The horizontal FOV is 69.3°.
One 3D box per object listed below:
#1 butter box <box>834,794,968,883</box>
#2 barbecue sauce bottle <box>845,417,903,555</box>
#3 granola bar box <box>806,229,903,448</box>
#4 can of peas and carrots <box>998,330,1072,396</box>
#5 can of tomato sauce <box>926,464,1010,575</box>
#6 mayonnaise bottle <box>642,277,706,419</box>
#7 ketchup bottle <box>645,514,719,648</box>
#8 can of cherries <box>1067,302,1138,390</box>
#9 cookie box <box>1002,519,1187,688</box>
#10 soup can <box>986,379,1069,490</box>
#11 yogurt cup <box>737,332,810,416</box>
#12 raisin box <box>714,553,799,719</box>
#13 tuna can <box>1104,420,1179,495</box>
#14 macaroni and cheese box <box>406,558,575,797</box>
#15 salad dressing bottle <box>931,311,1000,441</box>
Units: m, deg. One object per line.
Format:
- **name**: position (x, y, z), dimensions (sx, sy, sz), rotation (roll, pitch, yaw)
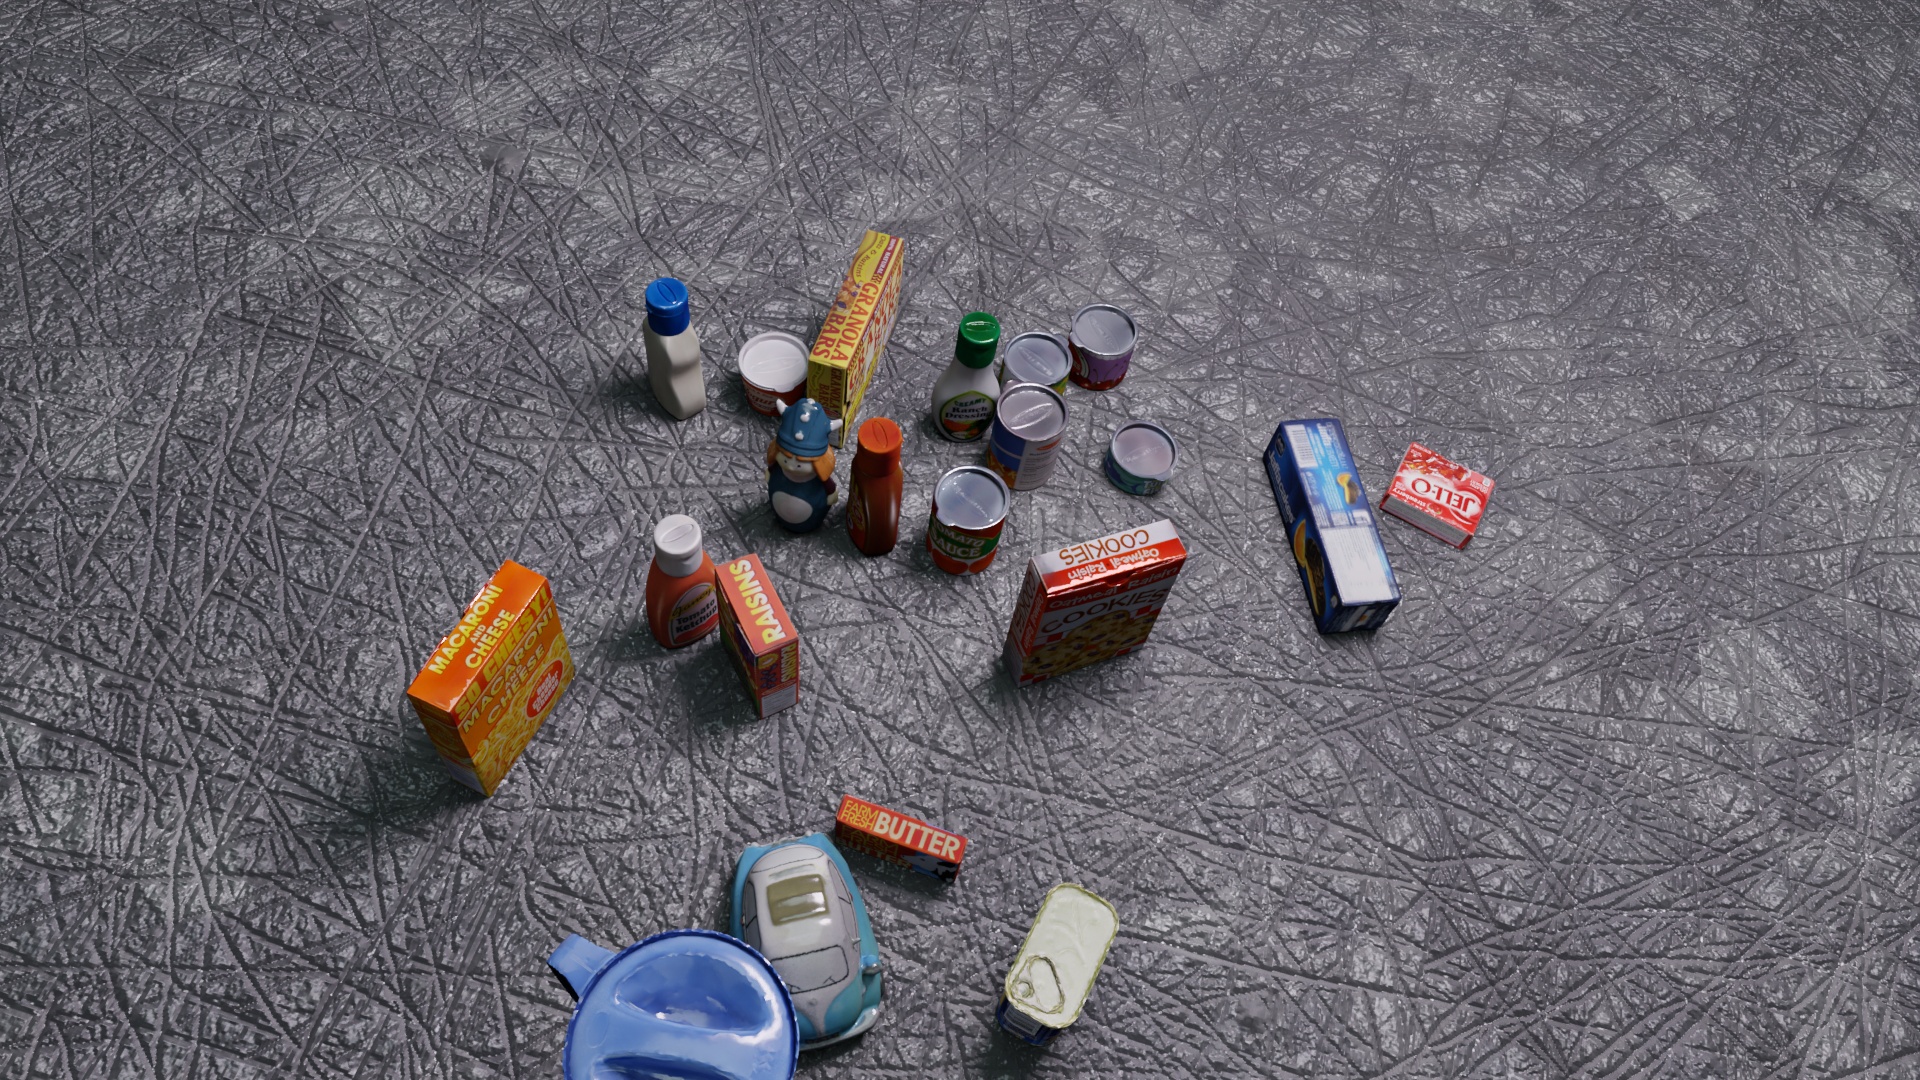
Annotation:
- **butter box**: position (-0.048, 0.233, 1.084), dimensions (0.103, 0.053, 0.024), rotation (19, 58, 4)
- **barbecue sauce bottle**: position (-0.073, -0.049, 1.198), dimensions (0.044, 0.147, 0.065), rotation (-13, 61, -15)
- **granola bar box**: position (-0.098, -0.187, 1.294), dimensions (0.039, 0.123, 0.166), rotation (17, 58, 3)
- **can of peas and carrots**: position (0.072, -0.160, 1.338), dimensions (0.071, 0.058, 0.071), rotation (3, 58, -5)
- **can of tomato sauce**: position (0.004, -0.015, 1.226), dimensions (0.071, 0.082, 0.071), rotation (3, 58, -5)
- **mayonnaise bottle**: position (-0.259, -0.174, 1.252), dimensions (0.041, 0.147, 0.065), rotation (-31, 67, -23)
- **ketchup bottle**: position (-0.226, 0.032, 1.128), dimensions (0.065, 0.148, 0.043), rotation (-31, 67, -23)
- **can of cherries**: position (0.134, -0.190, 1.365), dimensions (0.071, 0.058, 0.072), rotation (3, 58, -5)
- **cookie box**: position (0.108, 0.055, 1.147), dimensions (0.123, 0.166, 0.040), rotation (-16, 62, -16)
- **soup can**: position (0.060, -0.098, 1.283), dimensions (0.071, 0.083, 0.071), rotation (3, 58, -5)
- **yogurt cup**: position (-0.174, -0.154, 1.305), dimensions (0.072, 0.053, 0.073), rotation (3, 58, -5)
- **raisin box**: position (-0.165, 0.079, 1.123), dimensions (0.040, 0.122, 0.086), rotation (-21, 64, -19)
- **tuna can**: position (0.173, -0.076, 1.315), dimensions (0.071, 0.032, 0.071), rotation (3, 58, -5)
- **macaroni and cheese box**: position (-0.353, 0.107, 1.055), dimensions (0.040, 0.165, 0.124), rotation (24, 59, 7)
- **salad dressing bottle**: position (0.009, -0.149, 1.271), dimensions (0.064, 0.147, 0.044), rotation (-2, 59, -8)
